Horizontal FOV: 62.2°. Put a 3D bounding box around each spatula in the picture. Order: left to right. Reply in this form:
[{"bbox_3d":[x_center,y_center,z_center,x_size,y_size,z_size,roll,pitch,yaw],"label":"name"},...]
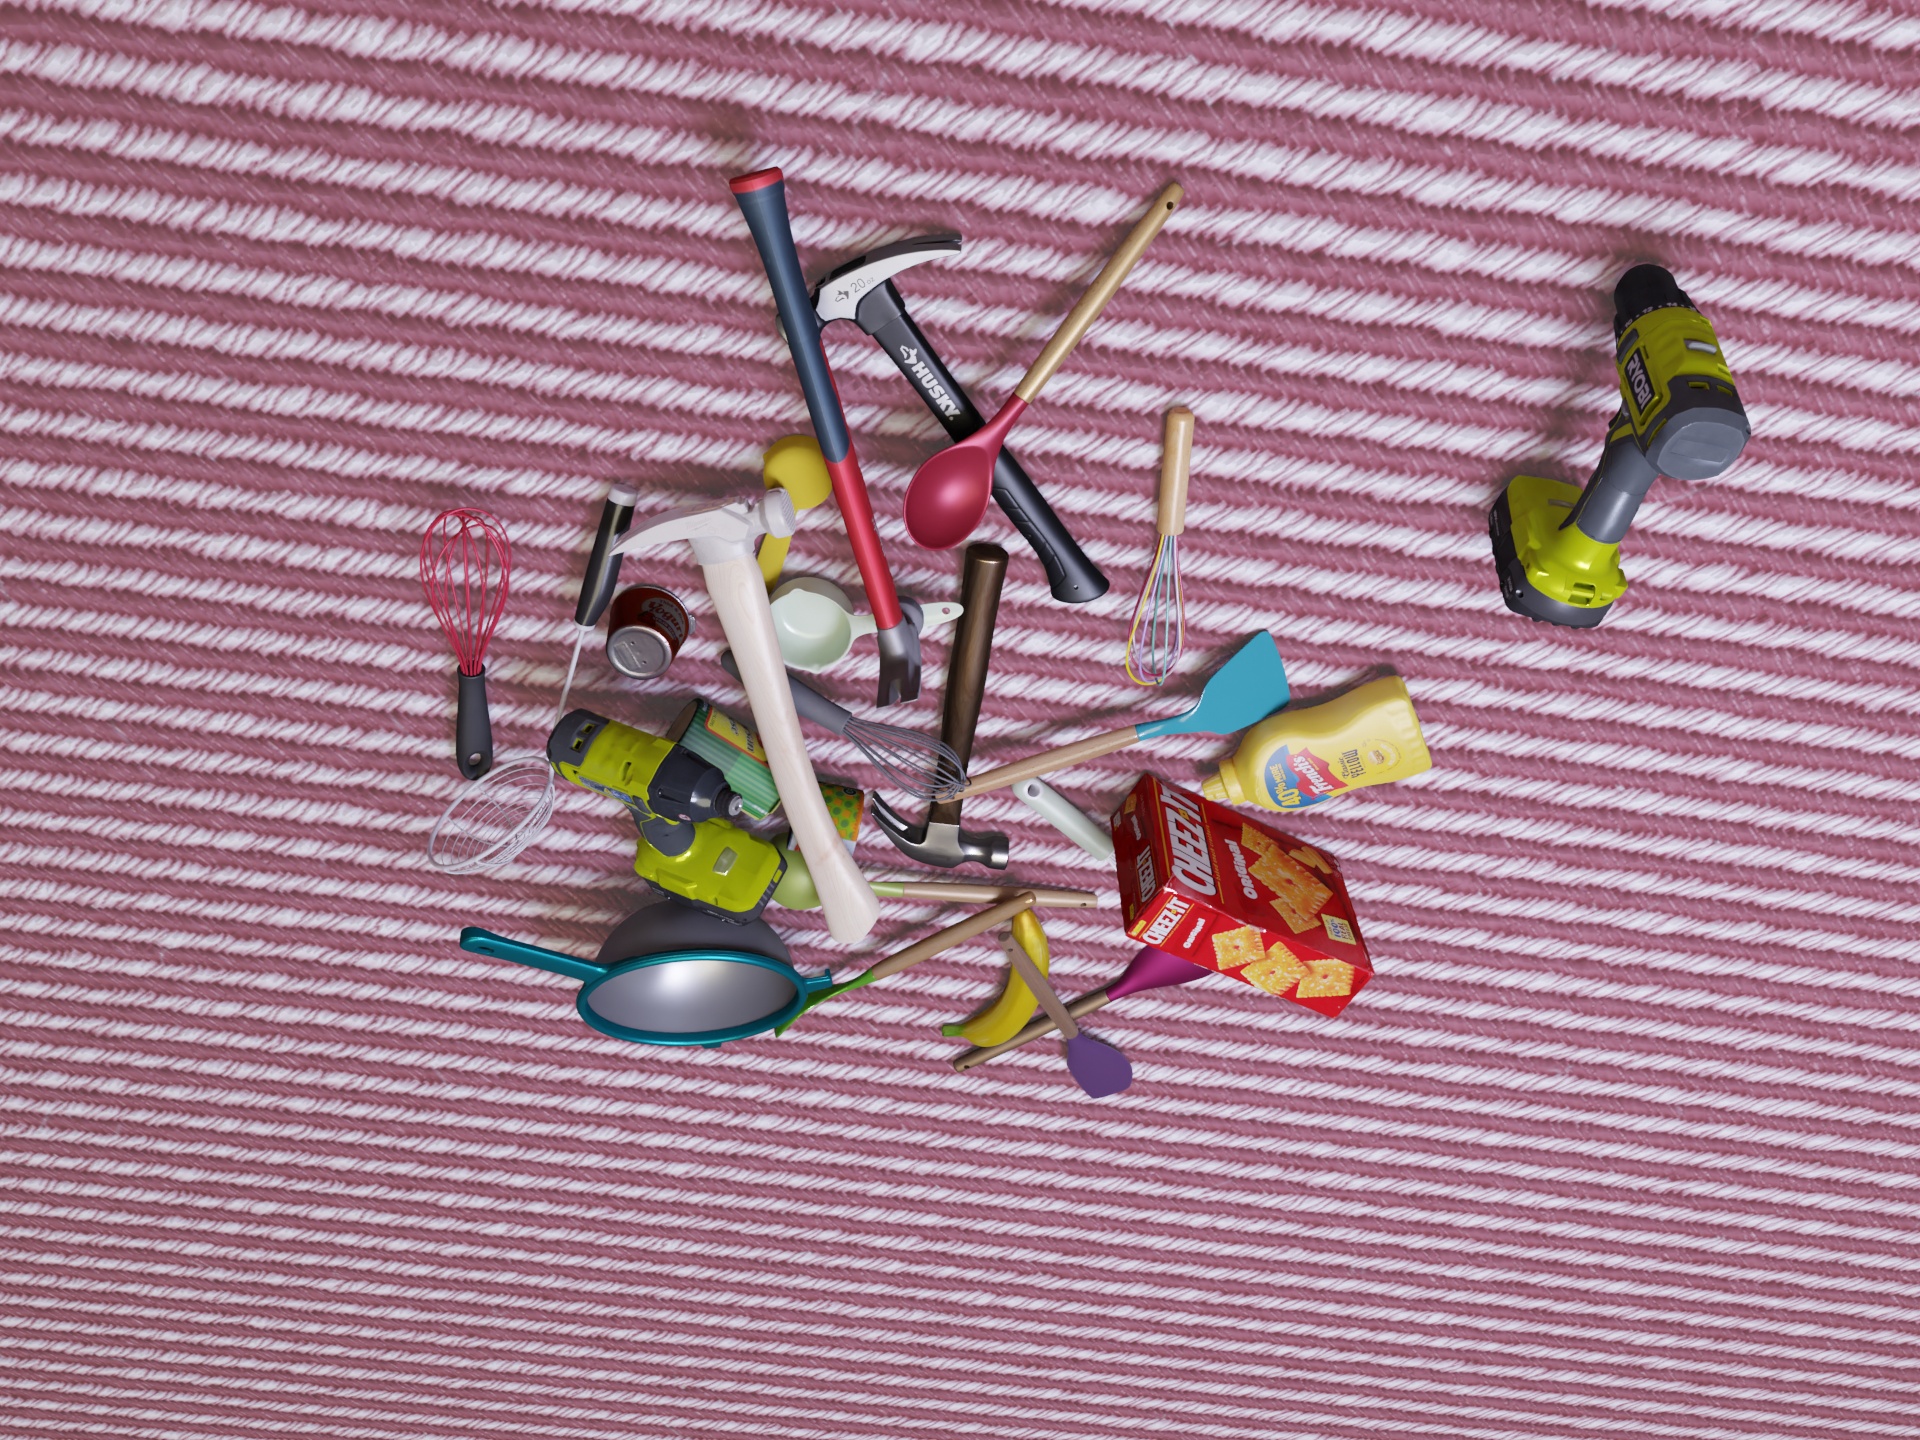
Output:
[{"bbox_3d":[0.103,0.294,1.563,0.060,0.018,0.315,-22,134,12],"label":"spatula"},{"bbox_3d":[0.127,0.013,1.365,0.317,0.044,0.082,-18,125,11],"label":"spatula"}]

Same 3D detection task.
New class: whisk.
[{"bbox_3d":[-0.411,-0.058,1.331,0.073,0.073,0.295,9,131,-5],"label":"whisk"},{"bbox_3d":[-0.097,0.001,1.348,0.239,0.055,0.055,29,123,2],"label":"whisk"},{"bbox_3d":[0.140,0.123,1.456,0.246,0.059,0.058,38,81,-19],"label":"whisk"},{"bbox_3d":[0.163,-0.131,1.271,0.047,0.051,0.244,5,123,5],"label":"whisk"}]

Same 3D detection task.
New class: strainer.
[{"bbox_3d":[-0.298,0.205,1.452,0.340,0.095,0.211,24,137,-38],"label":"strainer"}]

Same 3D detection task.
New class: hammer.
[{"bbox_3d":[-0.156,0.014,1.313,0.146,0.038,0.410,-11,116,9],"label":"hammer"},{"bbox_3d":[-0.091,-0.196,1.139,0.038,0.143,0.386,-12,120,7],"label":"hammer"},{"bbox_3d":[-0.002,-0.004,1.373,0.130,0.031,0.331,6,125,-4],"label":"hammer"},{"bbox_3d":[0.017,-0.217,1.217,0.146,0.035,0.334,-28,120,21],"label":"hammer"}]

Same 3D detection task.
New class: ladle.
[{"bbox_3d":[-0.029,0.150,1.486,0.320,0.062,0.078,5,129,-10],"label":"ladle"},{"bbox_3d":[0.059,-0.256,1.157,0.069,0.031,0.315,27,109,-34],"label":"ladle"}]

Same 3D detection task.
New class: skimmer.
[{"bbox_3d":[-0.355,-0.033,1.312,0.090,0.127,0.363,12,114,-22],"label":"skimmer"}]

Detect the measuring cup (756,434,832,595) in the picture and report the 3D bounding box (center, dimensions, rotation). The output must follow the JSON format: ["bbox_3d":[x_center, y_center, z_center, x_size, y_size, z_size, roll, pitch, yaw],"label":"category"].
[{"bbox_3d":[-0.142,-0.153,1.268,0.062,0.029,0.156,17,123,-10],"label":"measuring cup"}]

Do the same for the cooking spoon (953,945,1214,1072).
[{"bbox_3d":[0.126,0.284,1.585,0.319,0.017,0.068,-29,119,20],"label":"cooking spoon"}]

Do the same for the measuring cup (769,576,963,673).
[{"bbox_3d":[-0.080,-0.088,1.310,0.167,0.038,0.083,-7,125,6],"label":"measuring cup"}]

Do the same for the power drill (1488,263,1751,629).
[{"bbox_3d":[0.469,-0.197,1.148,0.080,0.191,0.228,10,140,-6],"label":"power drill"}]

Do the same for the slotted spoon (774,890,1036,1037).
[{"bbox_3d":[-0.060,0.230,1.518,0.314,0.070,0.031,-29,92,23],"label":"slotted spoon"}]

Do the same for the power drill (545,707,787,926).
[{"bbox_3d":[-0.234,0.085,1.341,0.171,0.080,0.223,19,155,22],"label":"power drill"}]
